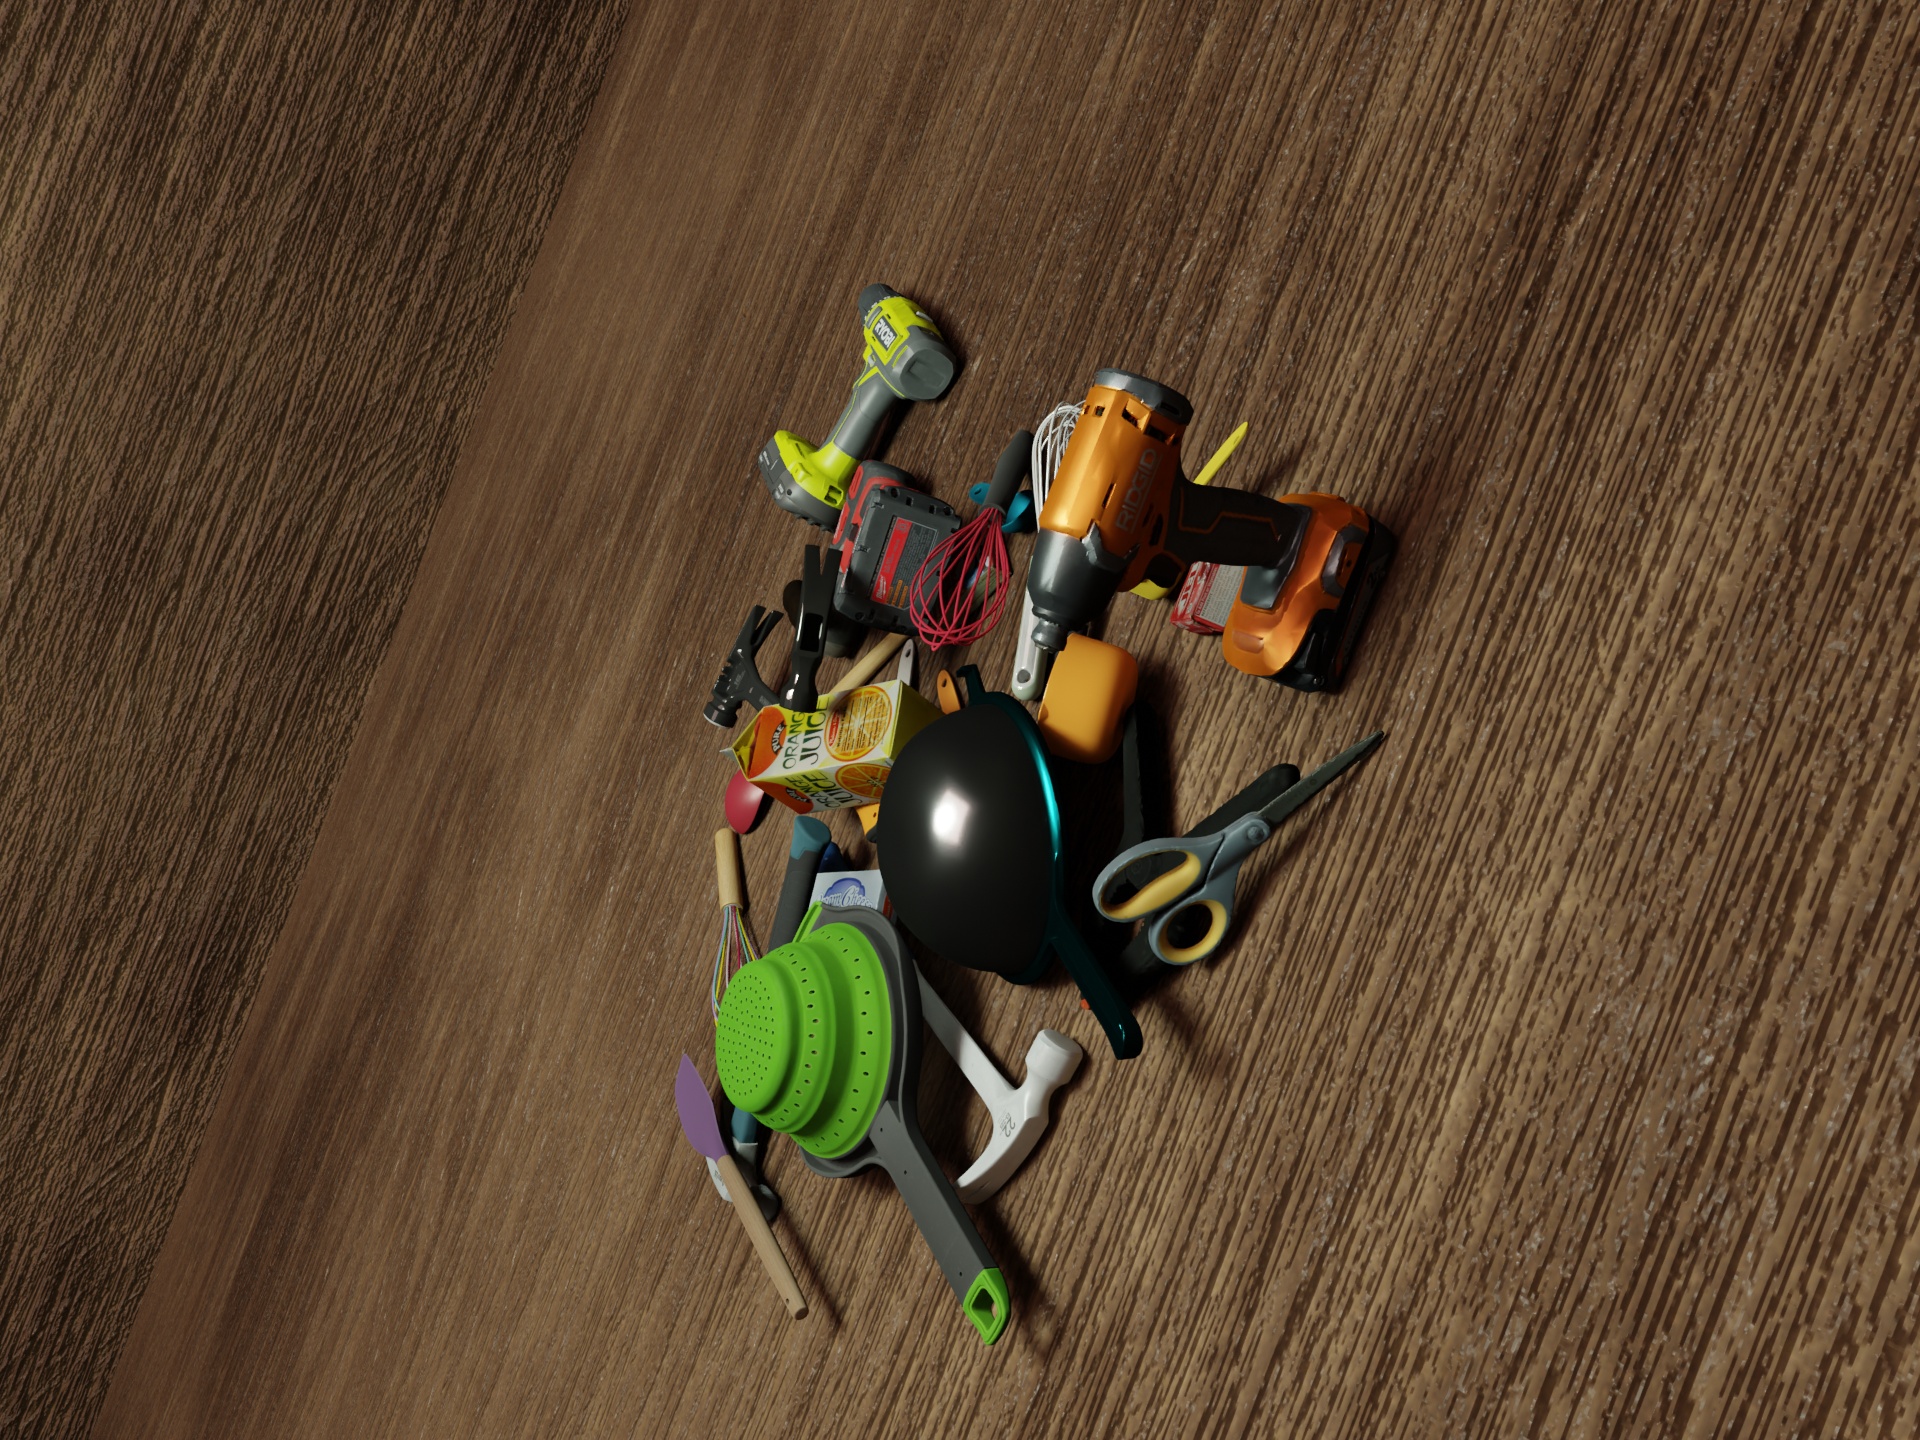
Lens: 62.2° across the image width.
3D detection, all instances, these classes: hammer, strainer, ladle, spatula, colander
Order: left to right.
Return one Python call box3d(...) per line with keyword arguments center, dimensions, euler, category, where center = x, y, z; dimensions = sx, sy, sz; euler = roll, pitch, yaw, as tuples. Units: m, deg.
box3d(center=(-0.186, 0.381, 1.307), dimensions=(0.316, 0.018, 0.059), euler=(41, 119, 55), category="spatula")
box3d(center=(-0.160, 0.245, 1.354), dimensions=(0.128, 0.033, 0.331), euler=(19, 97, 58), category="hammer")
box3d(center=(-0.139, -0.097, 1.410), dimensions=(0.331, 0.031, 0.130), euler=(-129, 50, -77), category="hammer")
box3d(center=(-0.135, 0.011, 1.449), dimensions=(0.337, 0.034, 0.127), euler=(40, 107, 49), category="hammer")
box3d(center=(-0.140, 0.004, 1.503), dimensions=(0.315, 0.031, 0.069), euler=(-44, 42, 31), category="ladle")
box3d(center=(-0.086, 0.278, 1.129), dimensions=(0.398, 0.094, 0.204), euler=(50, 122, 49), category="colander")
box3d(center=(-0.042, 0.207, 1.237), dimensions=(0.144, 0.035, 0.406), euler=(-63, 33, 10), category="hammer")
box3d(center=(0.015, 0.118, 1.075), dimensions=(0.341, 0.095, 0.210), euler=(-124, 36, -55), category="strainer")

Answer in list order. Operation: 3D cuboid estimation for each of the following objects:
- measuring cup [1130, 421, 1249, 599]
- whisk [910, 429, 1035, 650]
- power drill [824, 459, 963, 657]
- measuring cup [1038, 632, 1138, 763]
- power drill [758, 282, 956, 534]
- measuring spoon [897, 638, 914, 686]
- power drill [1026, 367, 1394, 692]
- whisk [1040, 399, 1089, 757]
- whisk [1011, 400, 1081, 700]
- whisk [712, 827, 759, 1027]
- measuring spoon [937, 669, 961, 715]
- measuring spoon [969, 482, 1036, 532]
box3d(center=(0.165, -0.143, 1.106), dimensions=(0.156, 0.029, 0.062), euler=(-54, 14, 41), category="measuring cup")
box3d(center=(0.020, -0.151, 1.254), dimensions=(0.073, 0.073, 0.296), euler=(-39, 20, 38), category="whisk")
box3d(center=(-0.078, -0.132, 1.409), dimensions=(0.227, 0.080, 0.188), euler=(-133, 61, -73), category="power drill")
box3d(center=(0.087, 0.025, 1.135), dimensions=(0.095, 0.052, 0.173), euler=(-44, -34, -62), category="measuring cup")
box3d(center=(-0.106, -0.319, 1.586), dimensions=(0.228, 0.080, 0.191), euler=(-53, 36, 20), category="power drill")
box3d(center=(-0.045, -0.020, 1.392), dimensions=(0.034, 0.018, 0.124), euler=(-35, 39, 41), category="measuring spoon")
box3d(center=(0.142, -0.093, 0.957), dimensions=(0.084, 0.226, 0.164), euler=(26, 94, 57), category="power drill")
box3d(center=(0.092, -0.111, 1.206), dimensions=(0.070, 0.070, 0.285), euler=(-1, 77, 55), category="whisk")
box3d(center=(0.069, -0.135, 1.258), dimensions=(0.058, 0.059, 0.246), euler=(3, 78, 28), category="whisk")
box3d(center=(-0.217, 0.196, 1.496), dimensions=(0.047, 0.051, 0.245), euler=(-54, 32, 32), category="whisk")
box3d(center=(-0.002, -0.004, 1.323), dimensions=(0.021, 0.011, 0.117), euler=(-55, 32, 27), category="measuring spoon")
box3d(center=(0.036, -0.183, 1.361), dimensions=(0.042, 0.021, 0.129), euler=(-47, 25, 0), category="measuring spoon")
